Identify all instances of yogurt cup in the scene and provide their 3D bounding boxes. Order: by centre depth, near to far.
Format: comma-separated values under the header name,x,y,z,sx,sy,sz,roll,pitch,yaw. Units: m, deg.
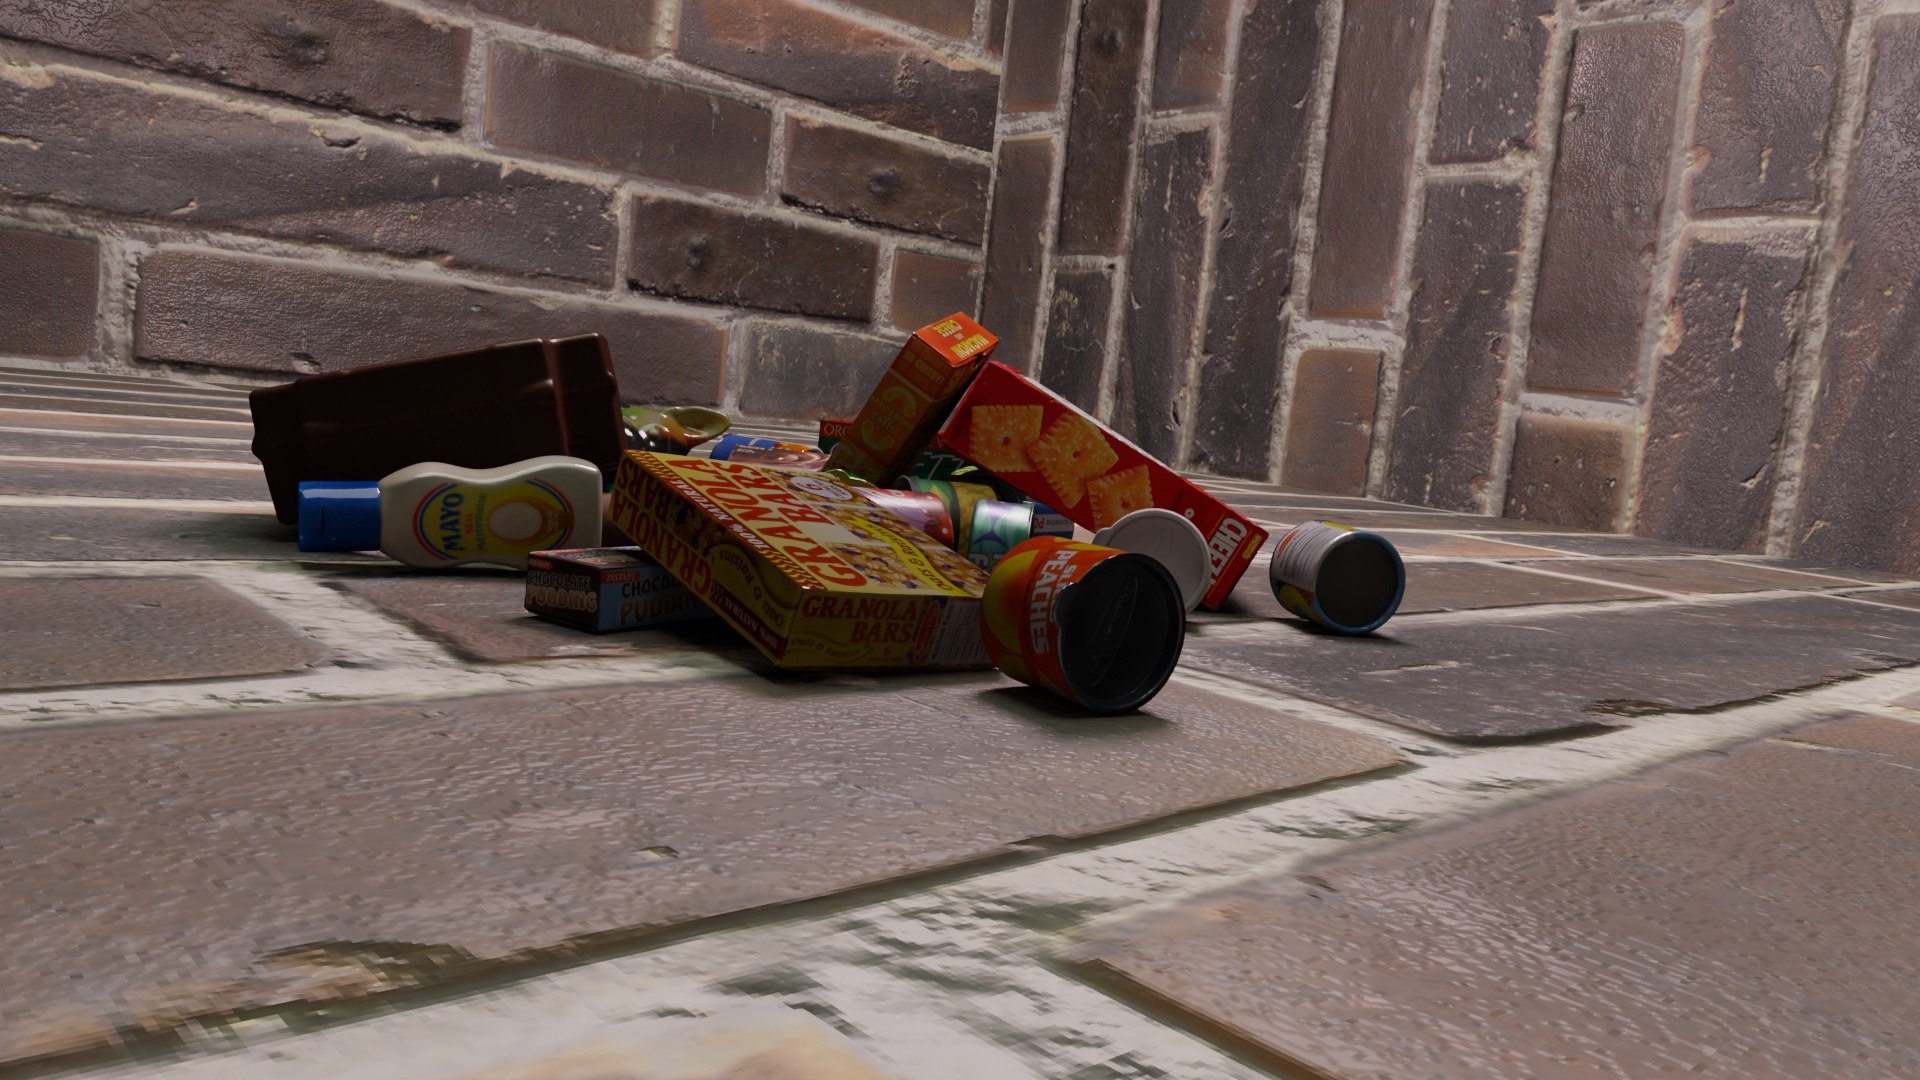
name,x,y,z,sx,sy,sz,roll,pitch,yaw
yogurt cup,0.118,0.017,0.830,0.072,0.072,0.054,8,-2,15

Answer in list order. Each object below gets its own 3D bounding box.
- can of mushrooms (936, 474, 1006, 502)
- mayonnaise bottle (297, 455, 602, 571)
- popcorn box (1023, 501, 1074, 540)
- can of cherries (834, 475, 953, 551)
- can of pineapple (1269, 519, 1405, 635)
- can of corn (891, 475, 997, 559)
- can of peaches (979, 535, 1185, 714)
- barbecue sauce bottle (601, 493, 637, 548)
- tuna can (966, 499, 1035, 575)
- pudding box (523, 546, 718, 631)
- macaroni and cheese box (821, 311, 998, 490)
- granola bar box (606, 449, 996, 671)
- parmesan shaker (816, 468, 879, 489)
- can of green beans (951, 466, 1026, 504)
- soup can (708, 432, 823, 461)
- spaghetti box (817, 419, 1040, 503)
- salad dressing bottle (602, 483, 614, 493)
name,x,y,z,sx,sy,sz,roll,pitch,yaw
can of mushrooms,0.003,-0.012,0.975,0.033,0.071,0.071,3,7,-33
mayonnaise bottle,-0.266,-0.013,0.730,0.148,0.064,0.041,-1,12,-26
popcorn box,0.032,-0.021,1.216,0.085,0.038,0.127,12,8,37
can of cherries,-0.044,0.001,0.762,0.058,0.071,0.071,3,6,-29
can of pineapple,0.239,0.024,0.876,0.071,0.071,0.058,5,6,-13
can of corn,-0.012,-0.004,0.888,0.058,0.071,0.071,5,6,-19
can of peaches,0.048,0.032,0.577,0.071,0.071,0.058,2,6,-33
barbecue sauce bottle,-0.183,-0.005,0.815,0.149,0.043,0.065,4,3,-18
tuna can,0.021,0.012,0.761,0.033,0.071,0.071,6,6,5
pudding box,-0.156,0.021,0.654,0.049,0.030,0.084,9,6,31
macaroni and cheese box,-0.045,-0.075,0.969,0.040,0.166,0.124,37,21,3
granola bar box,-0.071,0.008,0.643,0.124,0.039,0.166,5,19,-42
parmesan shaker,-0.076,-0.012,0.857,0.071,0.071,0.103,5,6,-10
can of green beans,0.014,-0.026,1.107,0.071,0.071,0.058,6,5,-4
soup can,-0.166,-0.052,1.190,0.084,0.071,0.071,10,6,24
spaghetti box,-0.009,-0.067,1.174,0.250,0.050,0.029,8,7,23
salad dressing bottle,-0.192,-0.016,0.913,0.148,0.044,0.064,5,7,8
